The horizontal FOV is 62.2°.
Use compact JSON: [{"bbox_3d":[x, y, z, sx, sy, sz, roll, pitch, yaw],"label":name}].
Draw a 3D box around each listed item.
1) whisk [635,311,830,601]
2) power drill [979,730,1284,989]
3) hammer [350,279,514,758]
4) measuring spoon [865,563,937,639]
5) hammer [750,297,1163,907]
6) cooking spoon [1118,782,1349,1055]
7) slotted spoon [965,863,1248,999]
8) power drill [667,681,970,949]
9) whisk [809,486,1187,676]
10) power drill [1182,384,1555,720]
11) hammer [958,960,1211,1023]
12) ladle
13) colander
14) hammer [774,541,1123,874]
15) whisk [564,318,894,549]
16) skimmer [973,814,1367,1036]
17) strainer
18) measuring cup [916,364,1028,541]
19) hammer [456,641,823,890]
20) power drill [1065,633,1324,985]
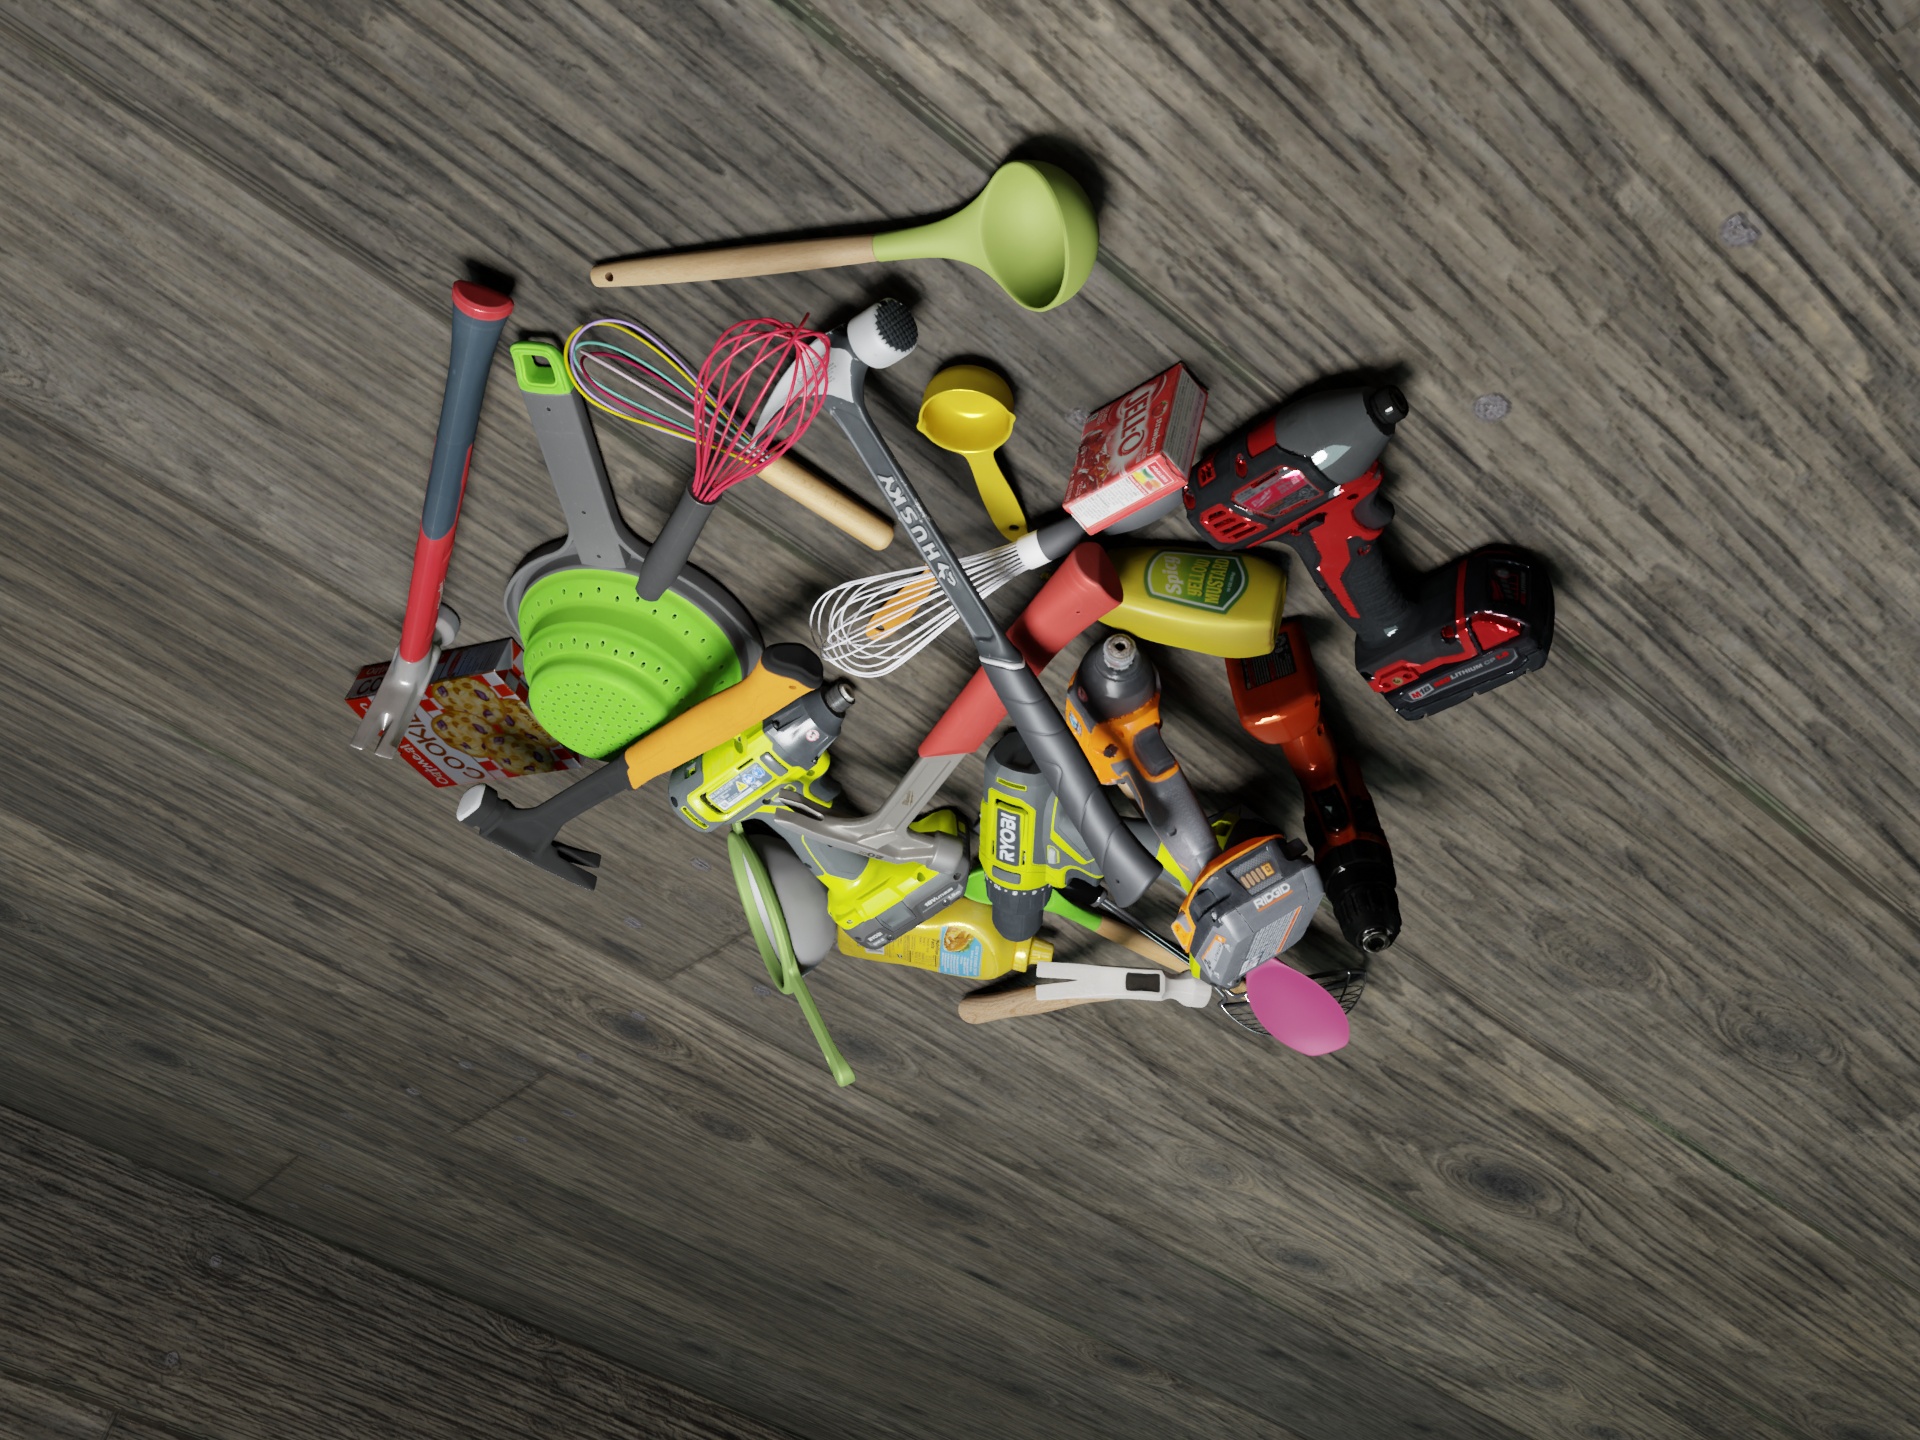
[{"bbox_3d":[-0.152,-0.152,0.981,0.073,0.073,0.295,26,145,-14],"label":"whisk"},{"bbox_3d":[0.120,0.121,1.223,0.228,0.080,0.190,17,130,20],"label":"power drill"},{"bbox_3d":[-0.360,-0.133,1.086,0.038,0.143,0.386,20,138,-11],"label":"hammer"},{"bbox_3d":[-0.037,-0.087,1.127,0.021,0.011,0.117,29,143,-16],"label":"measuring spoon"},{"bbox_3d":[0.011,-0.053,0.994,0.149,0.036,0.408,-18,108,46],"label":"hammer"},{"bbox_3d":[0.211,0.152,1.264,0.069,0.017,0.318,-27,110,32],"label":"cooking spoon"},{"bbox_3d":[0.140,0.188,1.393,0.313,0.031,0.070,26,141,-16],"label":"slotted spoon"},{"bbox_3d":[-0.098,0.073,1.276,0.171,0.080,0.223,-34,121,21],"label":"power drill"},{"bbox_3d":[0.020,-0.100,1.040,0.284,0.070,0.070,-23,129,25],"label":"whisk"},{"bbox_3d":[0.253,-0.107,0.956,0.219,0.079,0.143,39,136,-23],"label":"power drill"},{"bbox_3d":[0.077,0.243,1.402,0.130,0.031,0.331,9,163,-23],"label":"hammer"},{"bbox_3d":[-0.075,-0.260,0.889,0.320,0.062,0.078,1,116,22],"label":"ladle"},{"bbox_3d":[-0.262,-0.085,1.132,0.204,0.095,0.396,6,141,11],"label":"colander"},{"bbox_3d":[-0.002,-0.004,1.102,0.149,0.037,0.359,19,140,-17],"label":"hammer"},{"bbox_3d":[-0.147,-0.176,1.026,0.244,0.047,0.051,31,138,-24],"label":"whisk"},{"bbox_3d":[0.176,0.160,1.343,0.363,0.090,0.127,34,150,-8],"label":"skimmer"},{"bbox_3d":[-0.124,0.193,1.354,0.069,0.257,0.151,-20,143,-17],"label":"strainer"},{"bbox_3d":[0.018,-0.167,1.004,0.062,0.029,0.156,-3,150,17],"label":"measuring cup"},{"bbox_3d":[-0.220,0.031,1.160,0.337,0.034,0.127,-28,132,33],"label":"hammer"},{"bbox_3d":[0.145,0.050,1.066,0.084,0.227,0.164,-28,156,-11],"label":"power drill"}]
